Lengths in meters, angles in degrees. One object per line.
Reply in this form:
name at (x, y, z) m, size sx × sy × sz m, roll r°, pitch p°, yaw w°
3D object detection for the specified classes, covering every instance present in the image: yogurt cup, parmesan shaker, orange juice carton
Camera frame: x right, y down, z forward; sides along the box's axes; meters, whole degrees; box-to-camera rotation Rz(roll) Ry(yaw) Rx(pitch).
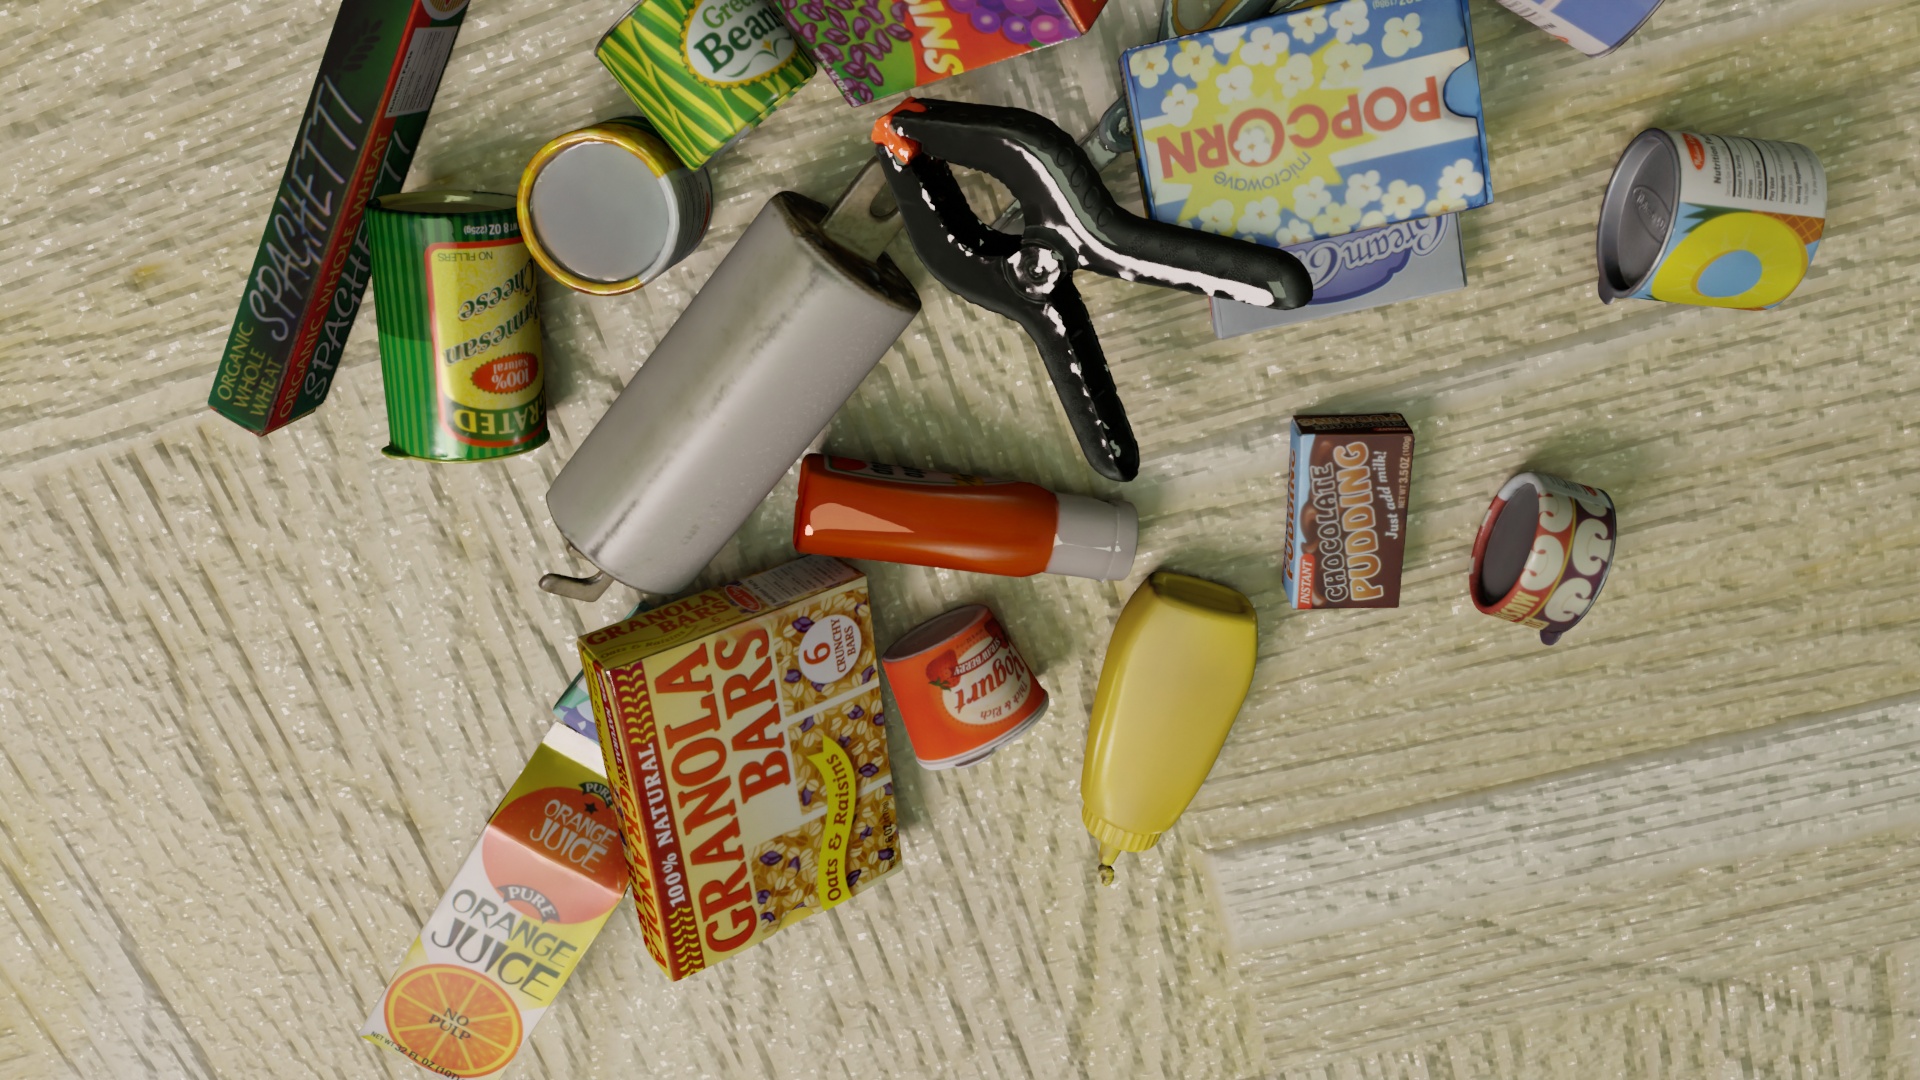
yogurt cup at (0.000, 0.065, 0.637) m, size 0.072 × 0.072 × 0.054 m, roll -24°, pitch 100°, yaw 12°
parmesan shaker at (-0.213, -0.090, 0.584) m, size 0.071 × 0.071 × 0.102 m, roll 3°, pitch 112°, yaw 2°
orange juice carton at (-0.212, 0.175, 0.685) m, size 0.072 × 0.073 × 0.192 m, roll 32°, pitch 109°, yaw -9°

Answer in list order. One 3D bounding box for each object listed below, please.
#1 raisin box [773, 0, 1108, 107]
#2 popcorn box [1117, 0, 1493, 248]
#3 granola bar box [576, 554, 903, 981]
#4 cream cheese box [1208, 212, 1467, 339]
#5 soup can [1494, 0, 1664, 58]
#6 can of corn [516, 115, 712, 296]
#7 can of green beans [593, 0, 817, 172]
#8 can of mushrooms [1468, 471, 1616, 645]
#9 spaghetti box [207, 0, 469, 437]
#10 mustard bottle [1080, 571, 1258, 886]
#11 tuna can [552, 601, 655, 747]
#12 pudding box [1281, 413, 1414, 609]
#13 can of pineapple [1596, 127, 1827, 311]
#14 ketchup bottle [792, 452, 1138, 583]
raisin box at (-0.015, -0.211, 0.496) m, size 0.123 × 0.040 × 0.086 m, roll 0°, pitch 140°, yaw 44°
popcorn box at (0.130, -0.158, 0.533) m, size 0.127 × 0.038 × 0.085 m, roll -10°, pitch 103°, yaw 8°
granola bar box at (-0.094, 0.102, 0.628) m, size 0.125 × 0.039 × 0.164 m, roll -20°, pitch 118°, yaw -29°
cream cheese box at (0.153, -0.121, 0.577) m, size 0.104 × 0.024 × 0.053 m, roll -11°, pitch 110°, yaw 7°
soup can at (0.219, -0.230, 0.508) m, size 0.084 × 0.071 × 0.071 m, roll 27°, pitch 110°, yaw -7°
can of corn at (-0.143, -0.138, 0.569) m, size 0.071 × 0.058 × 0.071 m, roll 1°, pitch 111°, yaw 3°
can of green beans at (-0.099, -0.187, 0.543) m, size 0.071 × 0.071 × 0.057 m, roll -35°, pitch 106°, yaw 15°
can of mushrooms at (0.248, 0.007, 0.597) m, size 0.033 × 0.071 × 0.070 m, roll 16°, pitch 111°, yaw -2°
spaghetti box at (-0.250, -0.157, 0.572) m, size 0.029 × 0.050 × 0.249 m, roll 28°, pitch 110°, yaw -6°
mustard bottle at (0.088, 0.094, 0.650) m, size 0.065 × 0.049 × 0.159 m, roll 16°, pitch 112°, yaw -3°
tuna can at (-0.156, 0.063, 0.645) m, size 0.033 × 0.071 × 0.071 m, roll 40°, pitch 108°, yaw -11°
pudding box at (0.170, -0.013, 0.615) m, size 0.050 × 0.030 × 0.083 m, roll 0°, pitch 111°, yaw 4°
can of pineapple at (0.293, -0.124, 0.547) m, size 0.058 × 0.071 × 0.070 m, roll 6°, pitch 111°, yaw 1°
ketchup bottle at (0.002, -0.008, 0.611) m, size 0.149 × 0.065 × 0.043 m, roll 7°, pitch 95°, yaw -9°
